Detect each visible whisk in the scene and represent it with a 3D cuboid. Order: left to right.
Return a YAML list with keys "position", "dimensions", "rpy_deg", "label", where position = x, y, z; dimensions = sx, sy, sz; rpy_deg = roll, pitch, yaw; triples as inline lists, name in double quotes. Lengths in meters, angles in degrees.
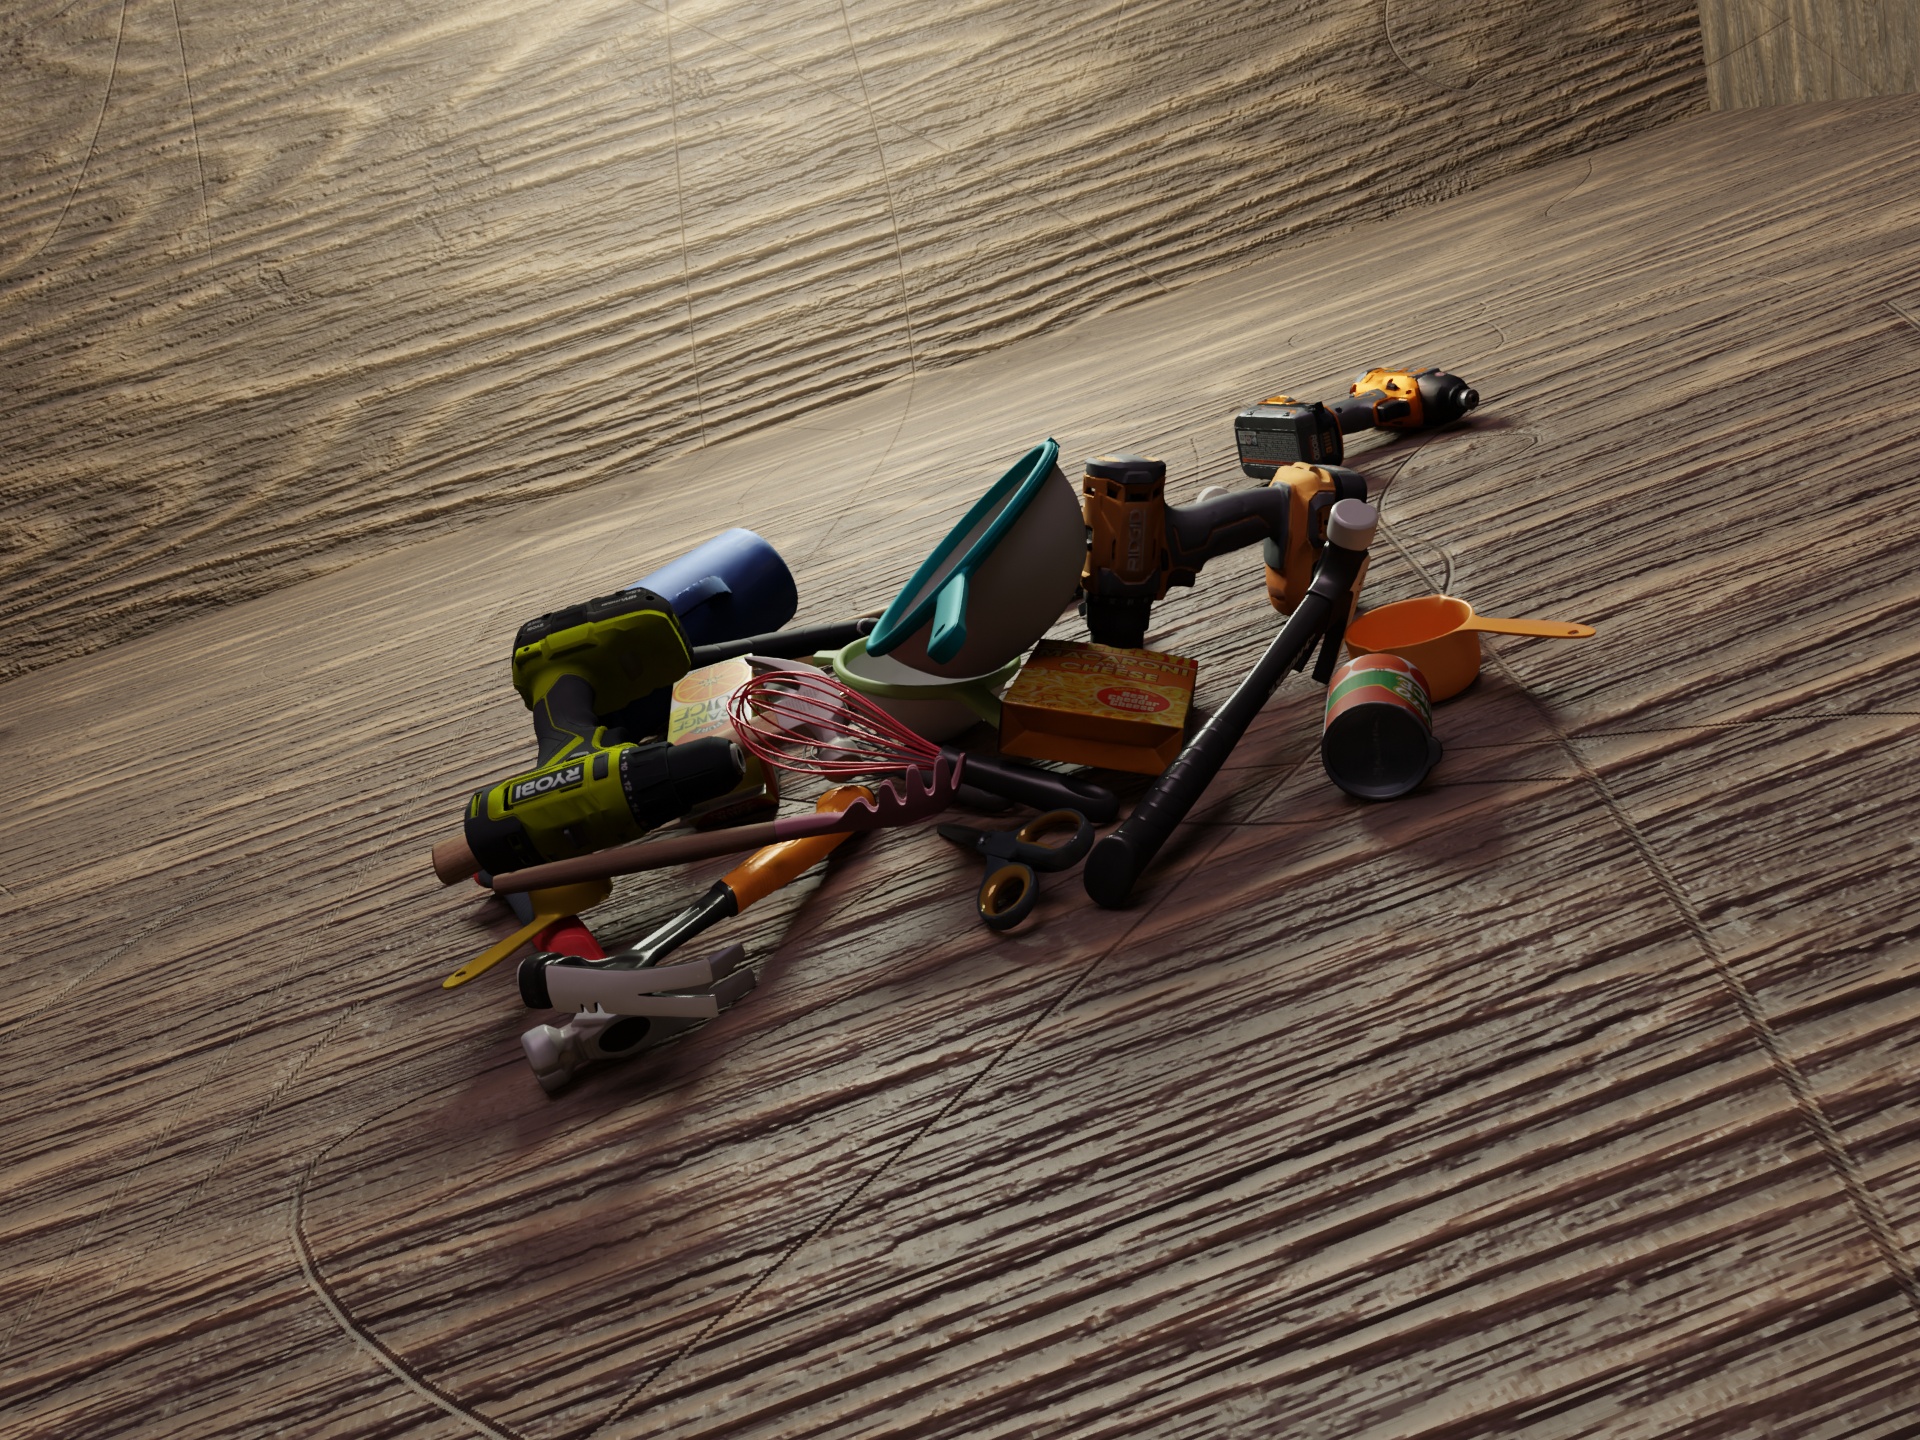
- position: [-0.042, 0.036, 1.198]
  dimensions: [0.055, 0.055, 0.239]
  rpy_deg: [-31, 28, -32]
  label: "whisk"
- position: [-0.031, 0.024, 1.100]
  dimensions: [0.296, 0.073, 0.073]
  rpy_deg: [15, 32, 18]
  label: "whisk"

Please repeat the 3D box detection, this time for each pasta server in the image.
- position: [-0.148, 0.070, 1.034]
  dimensions: [0.316, 0.040, 0.060]
  rpy_deg: [-11, 1, -1]
  label: "pasta server"

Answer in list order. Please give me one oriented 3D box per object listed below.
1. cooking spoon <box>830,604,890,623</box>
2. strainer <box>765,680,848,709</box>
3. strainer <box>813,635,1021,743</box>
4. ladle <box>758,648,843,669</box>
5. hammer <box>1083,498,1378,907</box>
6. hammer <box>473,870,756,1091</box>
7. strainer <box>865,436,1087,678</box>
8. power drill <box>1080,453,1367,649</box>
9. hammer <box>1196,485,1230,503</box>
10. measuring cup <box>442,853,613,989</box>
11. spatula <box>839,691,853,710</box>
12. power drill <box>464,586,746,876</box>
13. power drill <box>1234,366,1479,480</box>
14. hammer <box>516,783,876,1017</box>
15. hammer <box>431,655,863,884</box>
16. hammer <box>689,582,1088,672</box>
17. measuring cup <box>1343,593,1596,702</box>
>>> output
- position: [-0.141, -0.082, 1.546]
  dimensions: [0.319, 0.017, 0.068]
  rpy_deg: [-14, 0, 32]
  label: "cooking spoon"
- position: [-0.209, 0.002, 1.427]
  dimensions: [0.258, 0.050, 0.087]
  rpy_deg: [-26, -1, -10]
  label: "strainer"
- position: [-0.002, -0.004, 1.242]
  dimensions: [0.151, 0.069, 0.257]
  rpy_deg: [-12, 25, -25]
  label: "strainer"
- position: [-0.179, -0.048, 1.559]
  dimensions: [0.315, 0.031, 0.069]
  rpy_deg: [-15, 22, 2]
  label: "ladle"
- position: [0.178, 0.001, 1.035]
  dimensions: [0.035, 0.146, 0.335]
  rpy_deg: [28, 54, 22]
  label: "hammer"
- position: [-0.269, 0.142, 1.119]
  dimensions: [0.143, 0.038, 0.387]
  rpy_deg: [-24, 21, -20]
  label: "hammer"
- position: [0.026, -0.081, 1.146]
  dimensions: [0.211, 0.095, 0.340]
  rpy_deg: [-46, 12, 17]
  label: "strainer"
- position: [0.201, -0.119, 1.266]
  dimensions: [0.226, 0.185, 0.084]
  rpy_deg: [-3, 16, -16]
  label: "power drill"
- position: [0.103, -0.131, 1.521]
  dimensions: [0.410, 0.038, 0.146]
  rpy_deg: [-22, 22, -9]
  label: "hammer"
- position: [-0.294, 0.131, 1.064]
  dimensions: [0.062, 0.029, 0.156]
  rpy_deg: [-4, 19, 29]
  label: "measuring cup"
- position: [-0.144, 0.002, 1.406]
  dimensions: [0.316, 0.018, 0.060]
  rpy_deg: [-24, 19, -13]
  label: "spatula"
- position: [-0.251, 0.004, 1.152]
  dimensions: [0.190, 0.080, 0.229]
  rpy_deg: [-17, 39, 4]
  label: "power drill"
- position: [0.423, -0.319, 1.679]
  dimensions: [0.226, 0.084, 0.164]
  rpy_deg: [-22, 21, -23]
  label: "power drill"
- position: [-0.132, 0.106, 1.028]
  dimensions: [0.127, 0.034, 0.337]
  rpy_deg: [-2, 15, 24]
  label: "hammer"
- position: [-0.242, 0.045, 1.202]
  dimensions: [0.331, 0.031, 0.130]
  rpy_deg: [-22, 52, 0]
  label: "hammer"
- position: [-0.061, -0.085, 1.401]
  dimensions: [0.409, 0.036, 0.149]
  rpy_deg: [-11, -5, 0]
  label: "hammer"
- position: [0.343, -0.042, 1.067]
  dimensions: [0.174, 0.052, 0.095]
  rpy_deg: [6, 31, 45]
  label: "measuring cup"
